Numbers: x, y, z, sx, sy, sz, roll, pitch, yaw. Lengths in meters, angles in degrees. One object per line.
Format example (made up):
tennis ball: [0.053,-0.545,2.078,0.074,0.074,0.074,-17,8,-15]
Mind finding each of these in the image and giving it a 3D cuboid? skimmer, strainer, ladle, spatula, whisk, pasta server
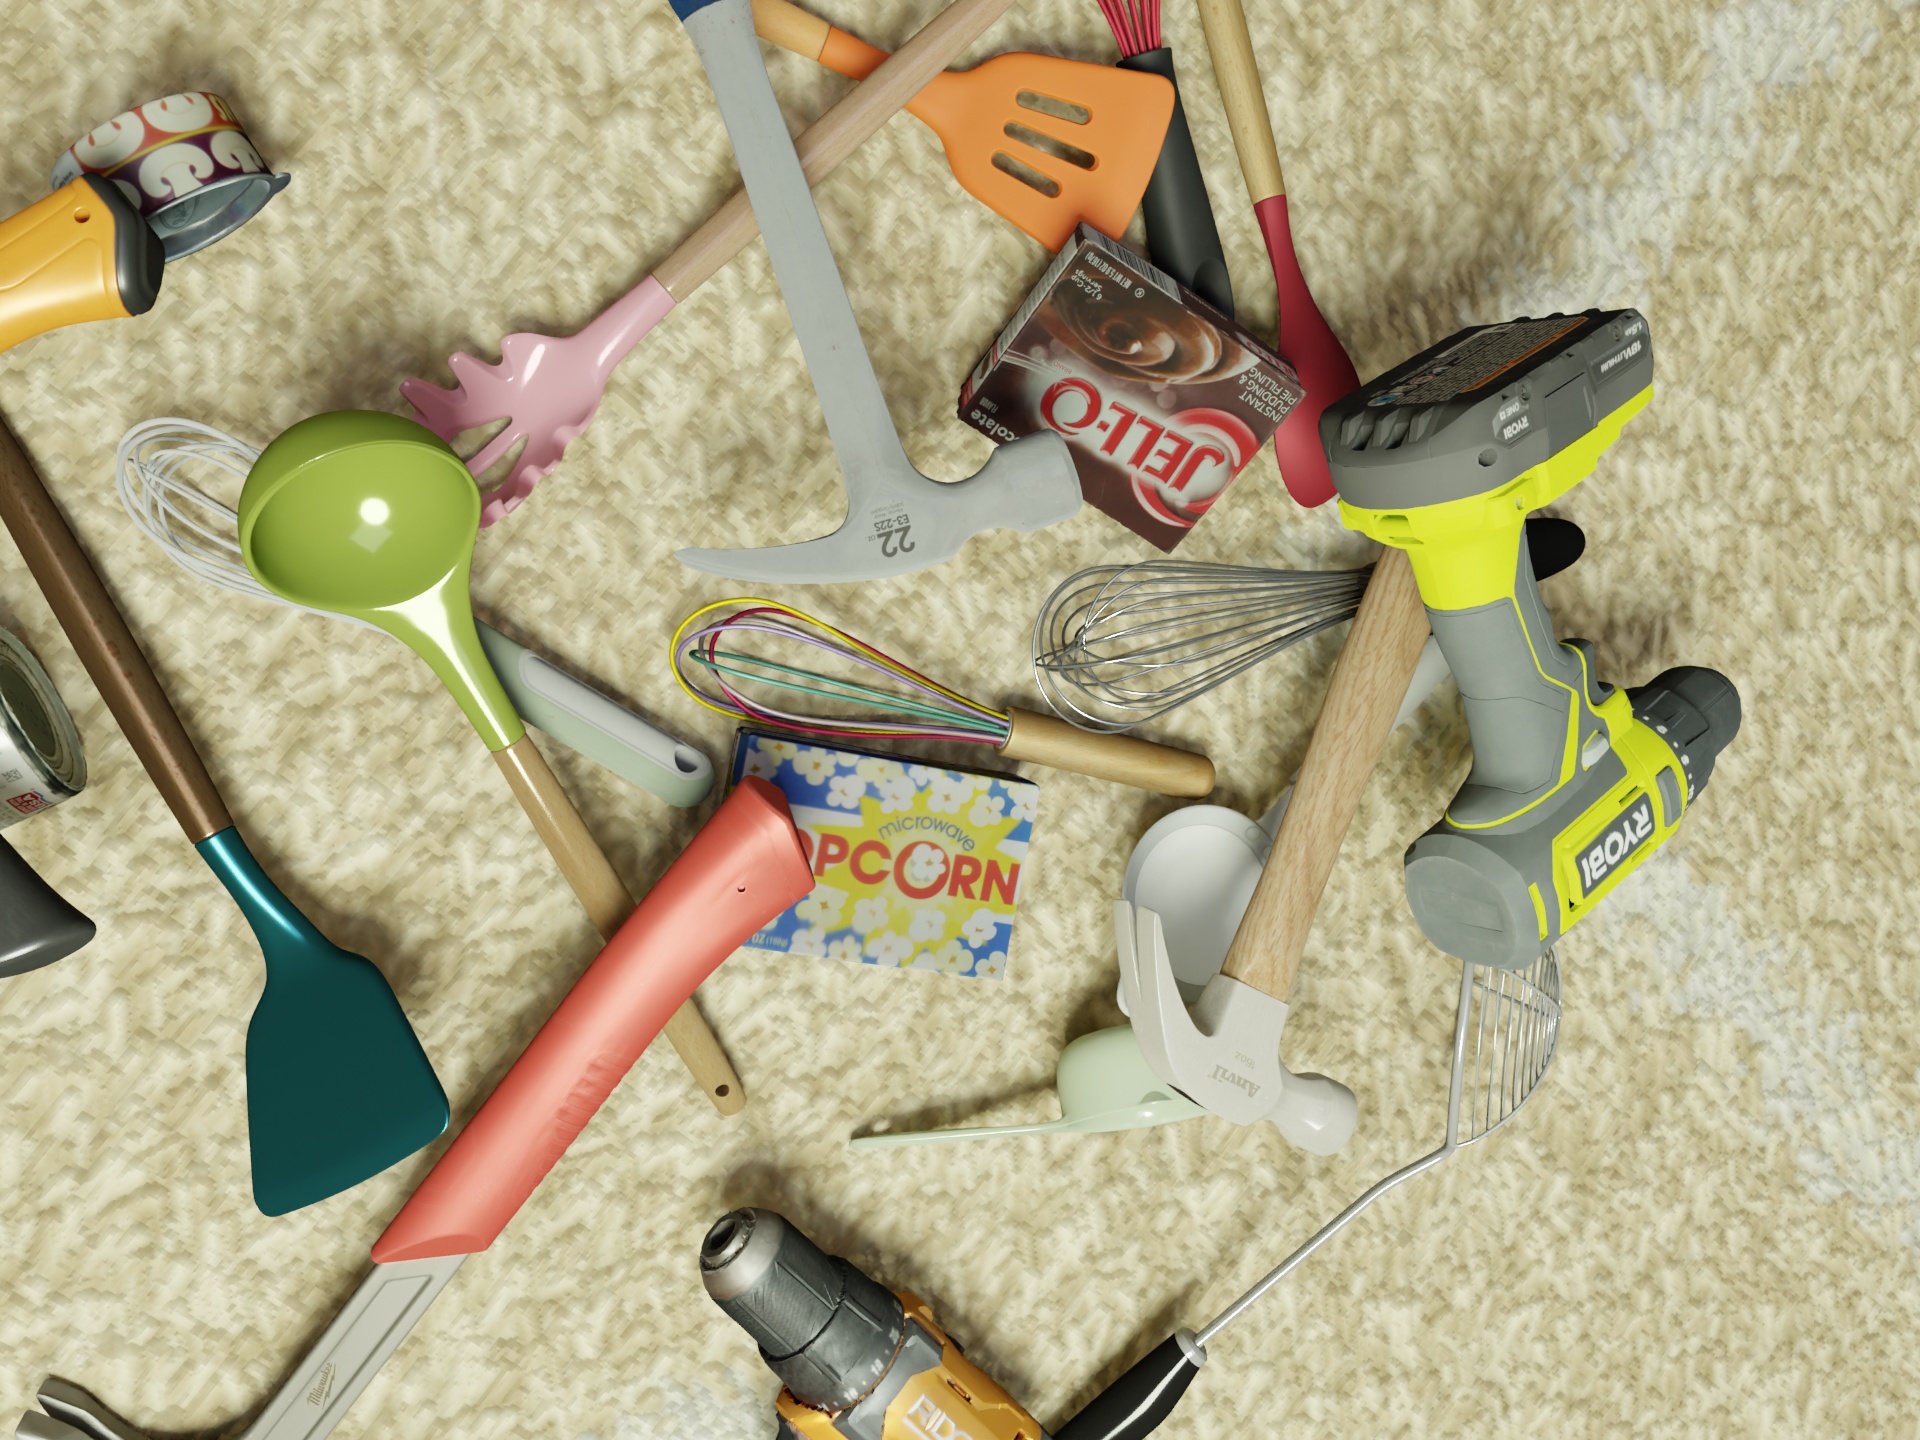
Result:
skimmer: [0.129,0.214,0.707,0.363,0.127,0.090,-42,69,3]
strainer: [0.151,0.035,0.709,0.258,0.050,0.087,-43,102,-15]
ladle: [-0.152,0.033,0.583,0.078,0.062,0.320,-28,115,-6]
ladle: [0.125,-0.247,0.678,0.069,0.031,0.315,-22,98,-48]
spatula: [-0.283,0.020,0.565,0.082,0.044,0.317,-27,95,8]
spatula: [-0.075,-0.273,0.614,0.322,0.041,0.081,20,106,-15]
whisk: [0.000,-0.004,0.660,0.244,0.051,0.047,14,85,-20]
pasta server: [-0.092,-0.182,0.597,0.316,0.040,0.060,-42,91,0]
whisk: [0.071,-0.291,0.648,0.073,0.073,0.295,-19,106,-14]
whisk: [0.160,-0.052,0.697,0.284,0.070,0.070,-13,99,-20]
whisk: [-0.197,-0.034,0.598,0.246,0.058,0.059,33,128,-21]

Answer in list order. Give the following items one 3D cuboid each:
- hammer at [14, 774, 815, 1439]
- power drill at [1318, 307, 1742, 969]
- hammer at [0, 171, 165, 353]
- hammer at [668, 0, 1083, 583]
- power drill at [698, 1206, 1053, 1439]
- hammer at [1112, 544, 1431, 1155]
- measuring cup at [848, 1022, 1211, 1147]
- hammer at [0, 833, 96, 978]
hammer: [-0.183,0.163,0.590,0.149,0.037,0.359,36,96,-17]
power drill: [0.238,-0.040,0.634,0.190,0.080,0.228,-32,113,-29]
hammer: [-0.392,-0.064,0.464,0.337,0.034,0.127,-39,88,-13]
hammer: [-0.090,-0.242,0.570,0.144,0.035,0.405,-19,89,-4]
power drill: [-0.087,0.321,0.626,0.226,0.084,0.185,-48,112,-20]
hammer: [0.159,0.002,0.652,0.130,0.031,0.331,28,80,-25]
measuring cup: [0.034,0.157,0.681,0.167,0.083,0.038,-7,69,2]
hammer: [-0.390,-0.050,0.497,0.146,0.035,0.335,-42,87,-14]
